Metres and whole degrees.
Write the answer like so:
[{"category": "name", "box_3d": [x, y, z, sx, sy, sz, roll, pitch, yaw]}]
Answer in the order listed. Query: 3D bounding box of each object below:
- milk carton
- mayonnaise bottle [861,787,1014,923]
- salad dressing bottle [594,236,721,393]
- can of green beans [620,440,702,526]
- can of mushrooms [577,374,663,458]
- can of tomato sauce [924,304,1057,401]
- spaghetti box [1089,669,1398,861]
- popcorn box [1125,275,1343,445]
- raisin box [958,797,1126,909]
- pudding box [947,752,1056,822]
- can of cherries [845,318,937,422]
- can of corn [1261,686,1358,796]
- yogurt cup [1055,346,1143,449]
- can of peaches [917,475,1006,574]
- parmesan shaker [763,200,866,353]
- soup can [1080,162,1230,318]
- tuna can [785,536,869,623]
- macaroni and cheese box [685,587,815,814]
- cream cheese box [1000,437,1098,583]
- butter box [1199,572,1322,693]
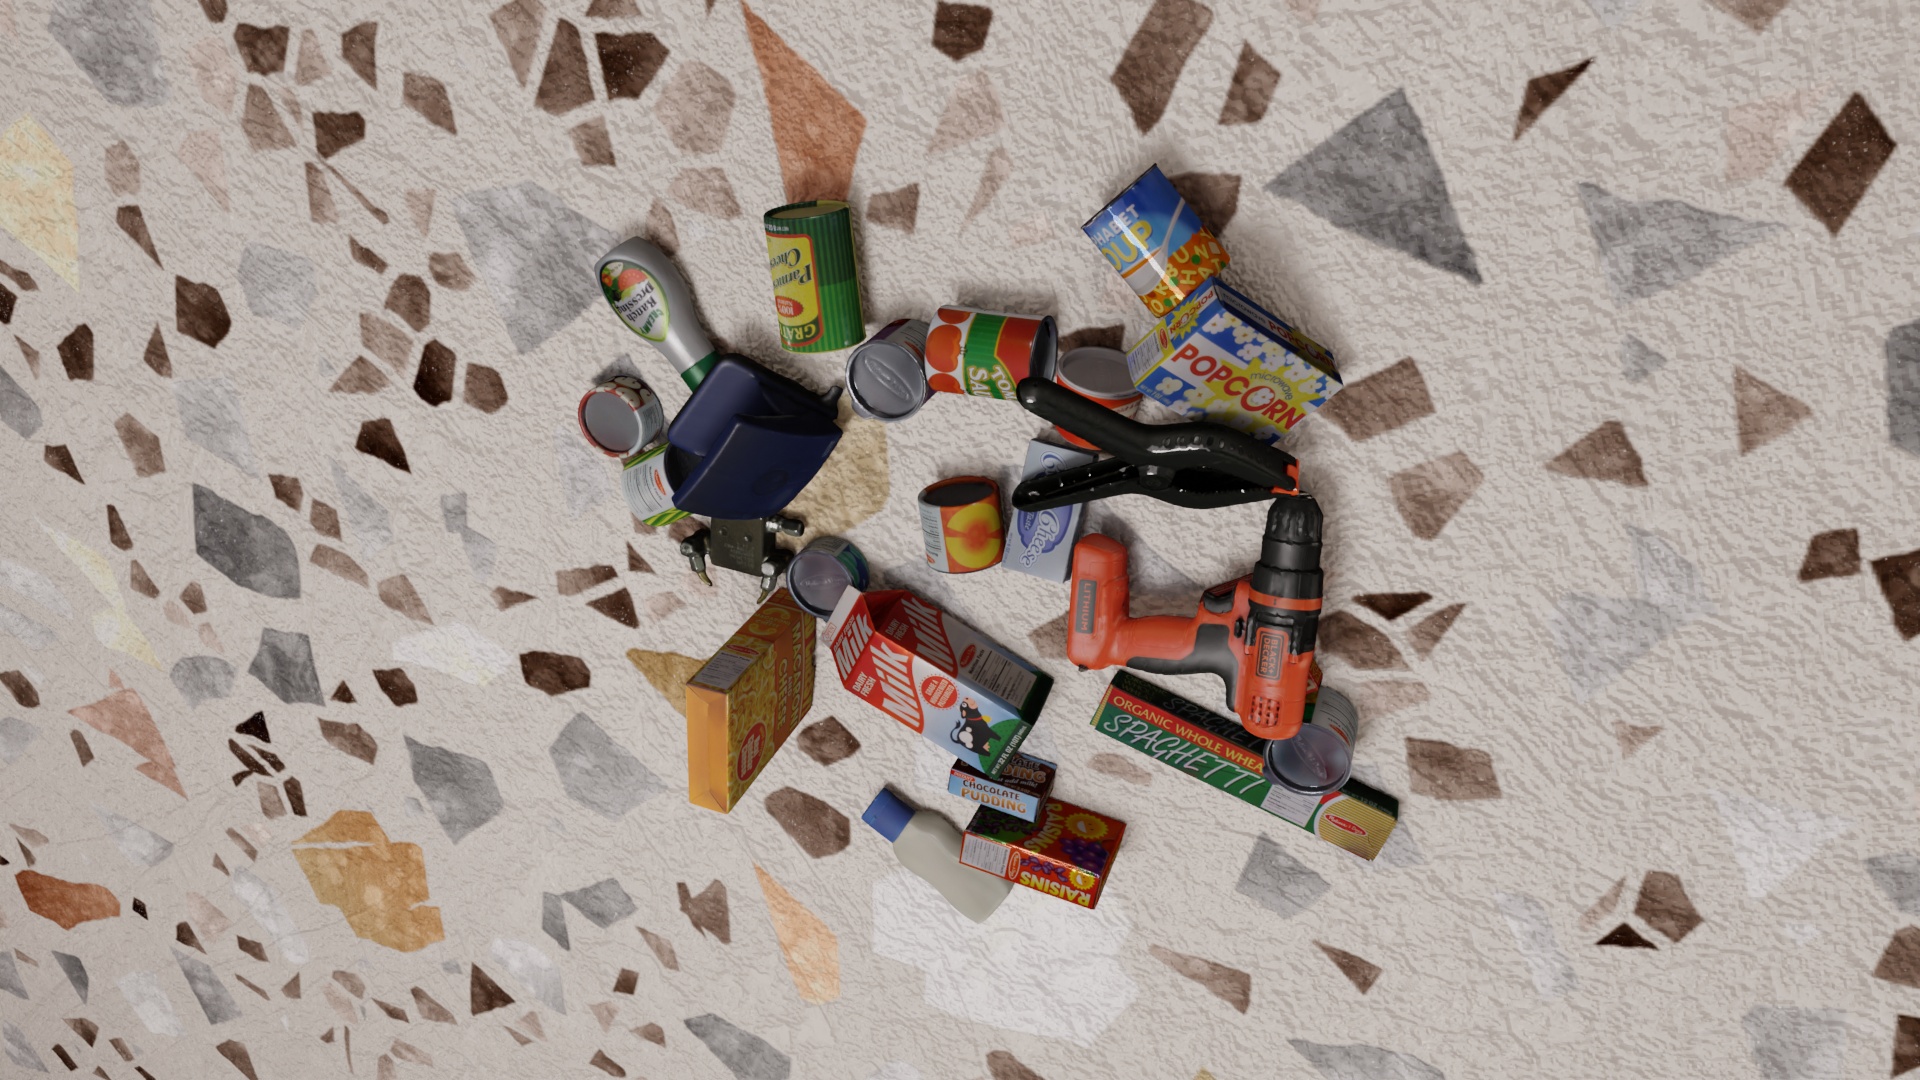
[{"category": "milk carton", "box_3d": [-0.026, 0.110, 1.166, 0.190, 0.074, 0.072, 31, 123, 2]}, {"category": "mayonnaise bottle", "box_3d": [-0.023, 0.286, 1.277, 0.148, 0.041, 0.064, 38, 121, 3]}, {"category": "salad dressing bottle", "box_3d": [-0.236, -0.175, 1.132, 0.064, 0.044, 0.147, -30, 102, 30]}, {"category": "can of green beans", "box_3d": [-0.245, -0.050, 1.182, 0.057, 0.071, 0.071, -19, 107, 35]}, {"category": "can of mushrooms", "box_3d": [-0.295, -0.107, 1.197, 0.071, 0.034, 0.070, 9, 119, 18]}, {"category": "can of tomato sauce", "box_3d": [0.023, -0.137, 1.030, 0.083, 0.071, 0.071, 10, 118, 19]}, {"category": "spaghetti box", "box_3d": [0.229, 0.181, 1.128, 0.250, 0.029, 0.050, 25, 122, 9]}, {"category": "popcorn box", "box_3d": [0.188, -0.117, 0.954, 0.126, 0.038, 0.085, 24, 129, -32]}, {"category": "raisin box", "box_3d": [0.071, 0.260, 1.197, 0.123, 0.086, 0.040, 17, 116, 14]}, {"category": "pudding box", "box_3d": [0.037, 0.207, 1.207, 0.084, 0.050, 0.030, 17, 122, 15]}, {"category": "can of cherries", "box_3d": [-0.049, -0.130, 1.069, 0.071, 0.059, 0.071, 9, 119, 17]}, {"category": "can of corn", "box_3d": [0.271, 0.156, 1.080, 0.071, 0.058, 0.070, 9, 118, 18]}, {"category": "yogurt cup", "box_3d": [0.101, -0.103, 1.019, 0.072, 0.073, 0.053, 18, 128, 13]}, {"category": "can of peaches", "box_3d": [0.004, -0.014, 1.103, 0.071, 0.071, 0.057, 1, 115, 22]}, {"category": "parmesan shaker", "box_3d": [-0.112, -0.201, 1.057, 0.071, 0.072, 0.102, 4, 116, 21]}, {"category": "soup can", "box_3d": [0.132, -0.203, 0.951, 0.071, 0.072, 0.083, -36, 98, 32]}, {"category": "tuna can", "box_3d": [-0.112, 0.034, 1.192, 0.071, 0.033, 0.070, 9, 118, 18]}, {"category": "macaroni and cheese box", "box_3d": [-0.176, 0.134, 1.188, 0.040, 0.167, 0.123, 14, 120, 15]}, {"category": "cream cheese box", "box_3d": [0.069, -0.023, 1.075, 0.053, 0.024, 0.103, 15, 99, 14]}, {"category": "butter box", "box_3d": [0.233, 0.077, 1.077, 0.053, 0.024, 0.103, -25, 103, 31]}]
